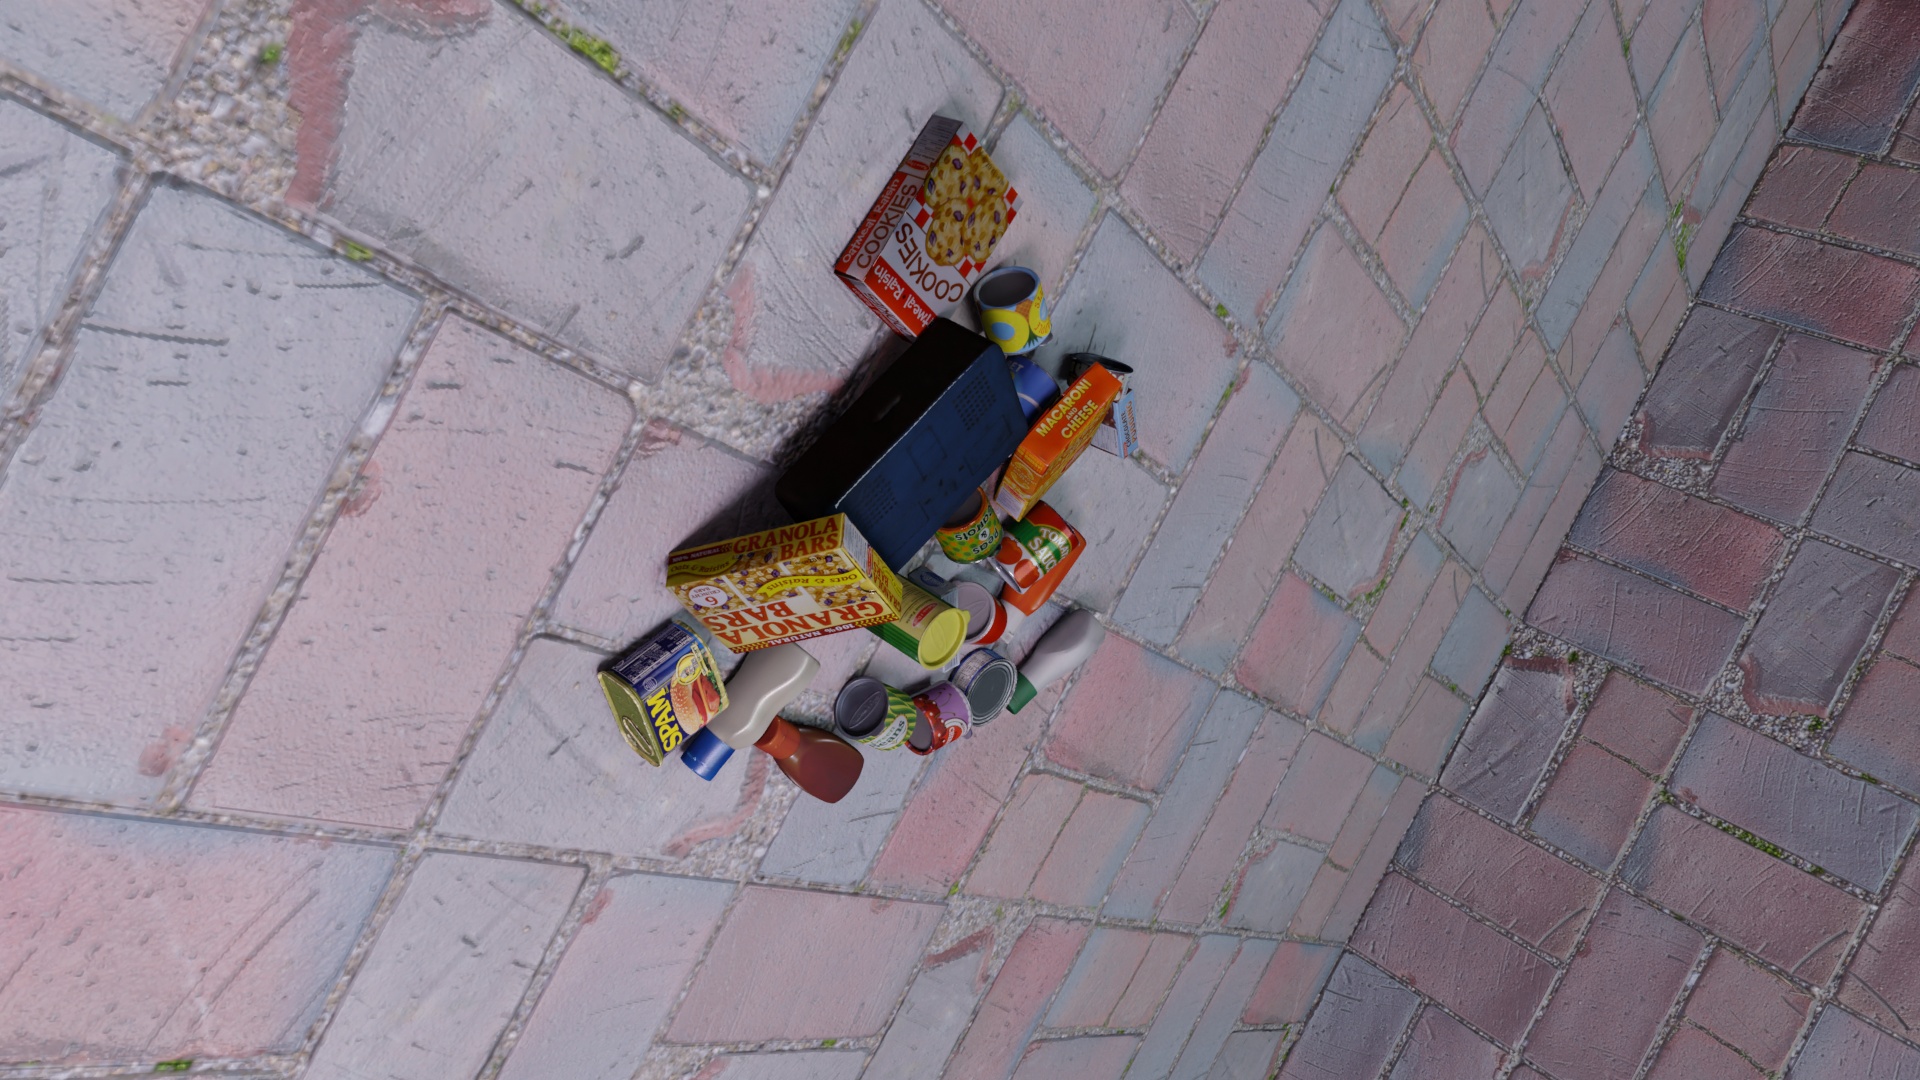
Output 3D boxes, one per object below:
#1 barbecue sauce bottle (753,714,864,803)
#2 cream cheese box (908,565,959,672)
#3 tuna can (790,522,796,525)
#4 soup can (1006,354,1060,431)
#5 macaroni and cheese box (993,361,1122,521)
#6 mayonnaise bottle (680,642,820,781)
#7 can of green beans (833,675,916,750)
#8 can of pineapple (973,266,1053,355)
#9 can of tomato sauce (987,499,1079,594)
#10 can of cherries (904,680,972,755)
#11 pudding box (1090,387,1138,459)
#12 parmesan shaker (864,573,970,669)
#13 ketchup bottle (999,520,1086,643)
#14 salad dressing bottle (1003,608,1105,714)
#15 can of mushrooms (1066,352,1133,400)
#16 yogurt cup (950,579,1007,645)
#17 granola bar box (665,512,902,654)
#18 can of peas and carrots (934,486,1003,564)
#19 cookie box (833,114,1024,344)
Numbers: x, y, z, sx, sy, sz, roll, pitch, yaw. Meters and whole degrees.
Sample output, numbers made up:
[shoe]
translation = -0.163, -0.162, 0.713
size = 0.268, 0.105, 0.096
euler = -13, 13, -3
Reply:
[barbecue sauce bottle]
translation = -0.155, 0.213, 1.386
size = 0.065, 0.044, 0.148
euler = -56, 142, -8
[cream cheese box]
translation = -0.027, 0.082, 1.446
size = 0.024, 0.053, 0.103
euler = -28, 132, -34
[tuna can]
translation = -0.142, 0.014, 1.283
size = 0.071, 0.033, 0.070
euler = -29, 133, -36
[soup can]
translation = 0.047, -0.136, 1.386
size = 0.084, 0.071, 0.071
euler = -51, 142, -13
[macaroni and cheese box]
translation = 0.097, -0.099, 1.424
size = 0.124, 0.040, 0.166
euler = -47, 173, -19
[mayonnaise bottle]
translation = -0.198, 0.154, 1.285
size = 0.148, 0.065, 0.041
euler = -51, 146, -7
[can of green beans]
translation = -0.087, 0.178, 1.426
size = 0.071, 0.071, 0.057
euler = -59, 144, -3
[can of pineapple]
translation = 0.052, -0.221, 1.332
size = 0.071, 0.071, 0.057
euler = -44, 140, -22
[can of tomato sauce]
translation = 0.077, 0.008, 1.496
size = 0.083, 0.071, 0.071
euler = -41, 140, -8
[can of cherries]
translation = -0.028, 0.194, 1.501
size = 0.058, 0.071, 0.071
euler = -21, 128, -41
[pudding box]
translation = 0.167, -0.136, 1.540
size = 0.030, 0.050, 0.083
euler = -41, 139, -28
[parmesan shaker]
translation = -0.050, 0.074, 1.371
size = 0.071, 0.103, 0.071
euler = -28, 133, -36
[ketchup bottle]
translation = 0.081, 0.046, 1.558
size = 0.149, 0.043, 0.064
euler = -55, 137, -8
[salad dressing bottle]
translation = 0.105, 0.144, 1.640
size = 0.148, 0.064, 0.044
euler = -41, 121, -13
[can of mushrooms]
translation = 0.146, -0.175, 1.478
size = 0.071, 0.071, 0.033
euler = -9, 120, -47
[yogurt cup]
translation = 0.016, 0.081, 1.489
size = 0.072, 0.072, 0.054
euler = -62, 151, 0
[granola bar box]
translation = -0.150, 0.041, 1.194
size = 0.123, 0.165, 0.039
euler = 55, 27, -51
[can of peas and carrots]
translation = 0.005, -0.018, 1.405
size = 0.071, 0.071, 0.058
euler = -48, 141, -17
[cookie box]
translation = -0.026, -0.271, 1.233
size = 0.167, 0.040, 0.122
euler = -58, 144, -6
